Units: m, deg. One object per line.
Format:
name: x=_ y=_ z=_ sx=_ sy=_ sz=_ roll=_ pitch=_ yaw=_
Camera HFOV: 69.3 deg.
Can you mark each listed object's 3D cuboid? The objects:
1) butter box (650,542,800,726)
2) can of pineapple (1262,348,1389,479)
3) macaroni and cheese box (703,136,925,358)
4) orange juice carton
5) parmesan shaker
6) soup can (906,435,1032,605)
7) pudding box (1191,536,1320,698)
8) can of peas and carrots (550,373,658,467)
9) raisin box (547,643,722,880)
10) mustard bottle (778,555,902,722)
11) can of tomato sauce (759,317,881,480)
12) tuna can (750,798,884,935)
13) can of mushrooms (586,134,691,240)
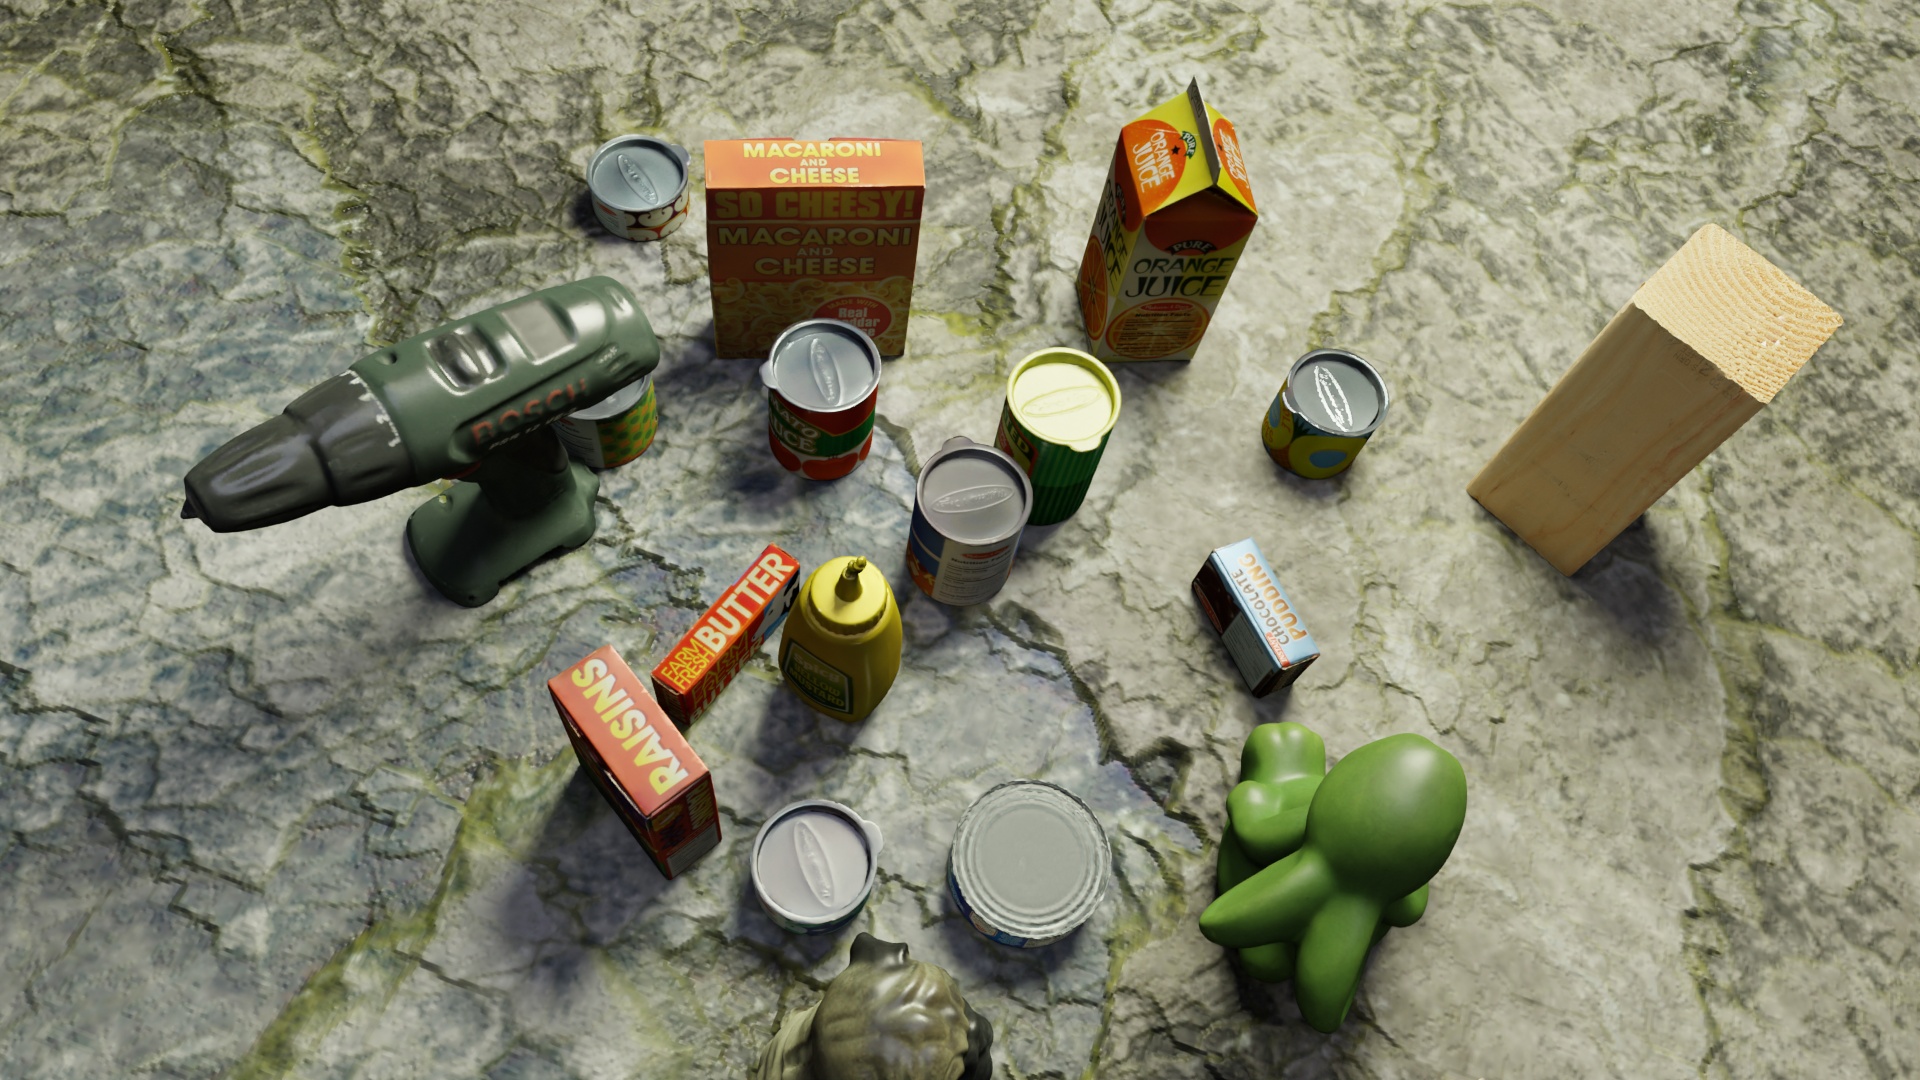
butter box: x=-0.130 y=0.053 z=0.782 sx=0.024 sy=0.053 sz=0.104 roll=35 pitch=64 yaw=11
can of pineapple: x=0.232 y=-0.081 z=0.896 sx=0.071 sy=0.057 sz=0.071 roll=3 pitch=62 yaw=-6
macaroni and cheese box: x=-0.090 y=-0.173 z=0.842 sx=0.124 sy=0.165 sz=0.040 roll=-3 pitch=63 yaw=-9
orange juice carton: x=0.129 y=-0.194 z=0.866 sx=0.073 sy=0.191 sz=0.072 roll=-3 pitch=63 yaw=-9
parmesan shaker: x=0.054 y=-0.058 z=0.835 sx=0.071 sy=0.102 sz=0.071 roll=3 pitch=62 yaw=-6
soup can: x=0.003 y=-0.010 z=0.815 sx=0.071 sy=0.083 sz=0.071 roll=3 pitch=62 yaw=-6
pudding box: x=0.174 y=0.046 z=0.827 sx=0.030 sy=0.049 sz=0.084 roll=-20 pitch=67 yaw=-17
can of peas and carrots: x=-0.216 y=-0.087 z=0.841 sx=0.071 sy=0.058 sz=0.071 roll=3 pitch=62 yaw=-6
raisin box: x=-0.163 y=0.115 z=0.705 sx=0.040 sy=0.122 sz=0.086 roll=-35 pitch=72 yaw=-22
mustard bottle: x=-0.063 y=0.046 z=0.733 sx=0.065 sy=0.159 sz=0.049 roll=31 pitch=63 yaw=9
can of tomato sauce: x=-0.085 y=-0.083 z=0.842 sx=0.071 sy=0.082 sz=0.071 roll=3 pitch=62 yaw=-6
tuna can: x=-0.075 y=0.173 z=0.737 sx=0.071 sy=0.032 sz=0.071 roll=3 pitch=62 yaw=-6
can of mushrooms: x=-0.214 y=-0.238 z=0.935 sx=0.071 sy=0.033 sz=0.071 roll=3 pitch=62 yaw=-6
